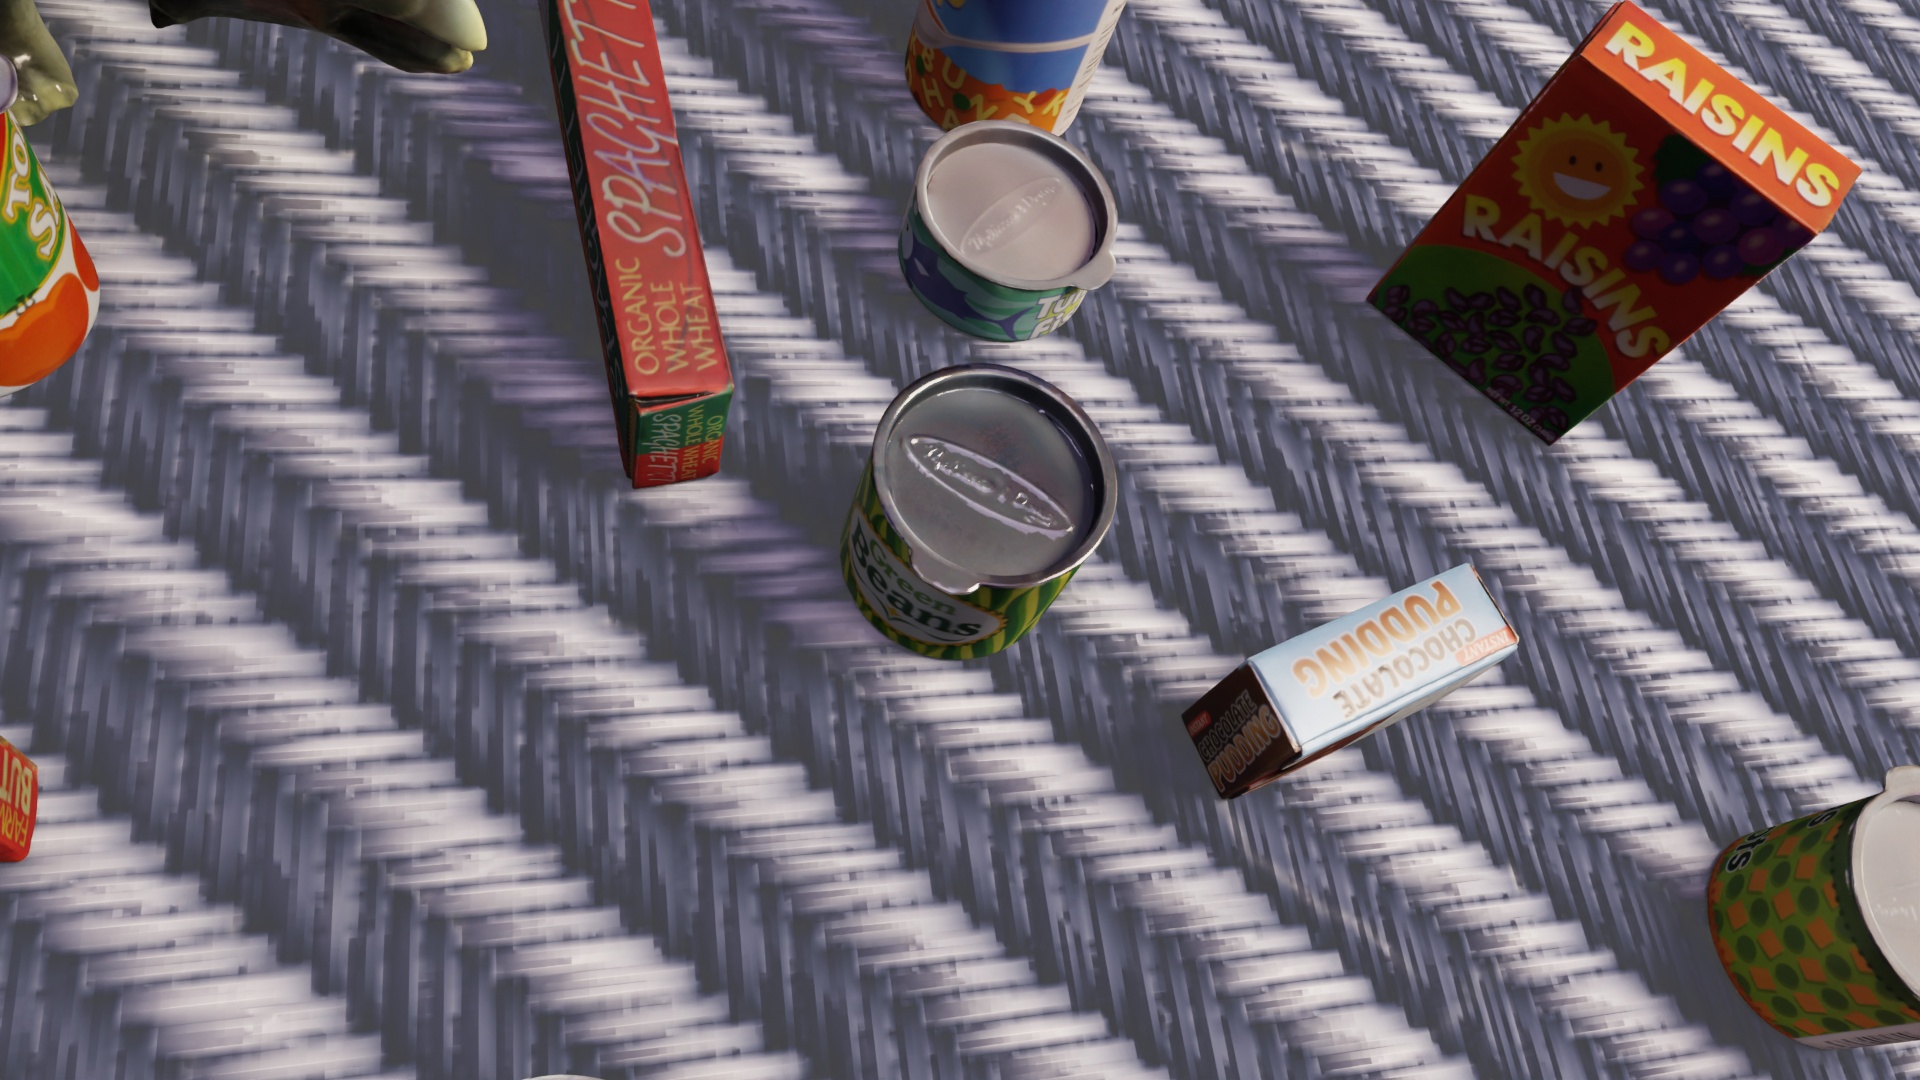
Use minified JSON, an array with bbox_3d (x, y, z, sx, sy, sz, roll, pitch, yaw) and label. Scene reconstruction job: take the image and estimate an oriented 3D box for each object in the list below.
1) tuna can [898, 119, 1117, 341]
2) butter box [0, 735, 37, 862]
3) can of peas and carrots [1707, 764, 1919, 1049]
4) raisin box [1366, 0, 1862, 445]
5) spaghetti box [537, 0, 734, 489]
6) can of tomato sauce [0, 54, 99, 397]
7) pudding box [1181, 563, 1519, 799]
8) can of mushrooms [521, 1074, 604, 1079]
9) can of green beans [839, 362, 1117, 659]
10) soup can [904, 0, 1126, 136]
[{"bbox_3d":[0.016,-0.098,0.449,0.071,0.032,0.071,6,63,-12],"label":"tuna can"},{"bbox_3d":[-0.259,0.053,0.291,0.104,0.053,0.024,1,65,-14],"label":"butter box"},{"bbox_3d":[0.262,0.107,0.399,0.071,0.058,0.071,6,64,-12],"label":"can of peas and carrots"},{"bbox_3d":[0.201,-0.096,0.446,0.086,0.122,0.040,41,62,7],"label":"raisin box"},{"bbox_3d":[-0.108,-0.136,0.425,0.029,0.050,0.251,-8,67,-18],"label":"spaghetti box"},{"bbox_3d":[-0.257,-0.082,0.340,0.071,0.082,0.071,6,64,-12],"label":"can of tomato sauce"},{"bbox_3d":[0.111,0.041,0.397,0.084,0.049,0.030,-20,72,-23],"label":"pudding box"},{"bbox_3d":[-0.086,0.151,0.300,0.071,0.033,0.071,6,63,-12],"label":"can of mushrooms"},{"bbox_3d":[0.003,-0.006,0.386,0.071,0.057,0.071,6,64,-12],"label":"can of green beans"},{"bbox_3d":[0.018,-0.183,0.462,0.071,0.083,0.071,6,64,-12],"label":"soup can"}]
